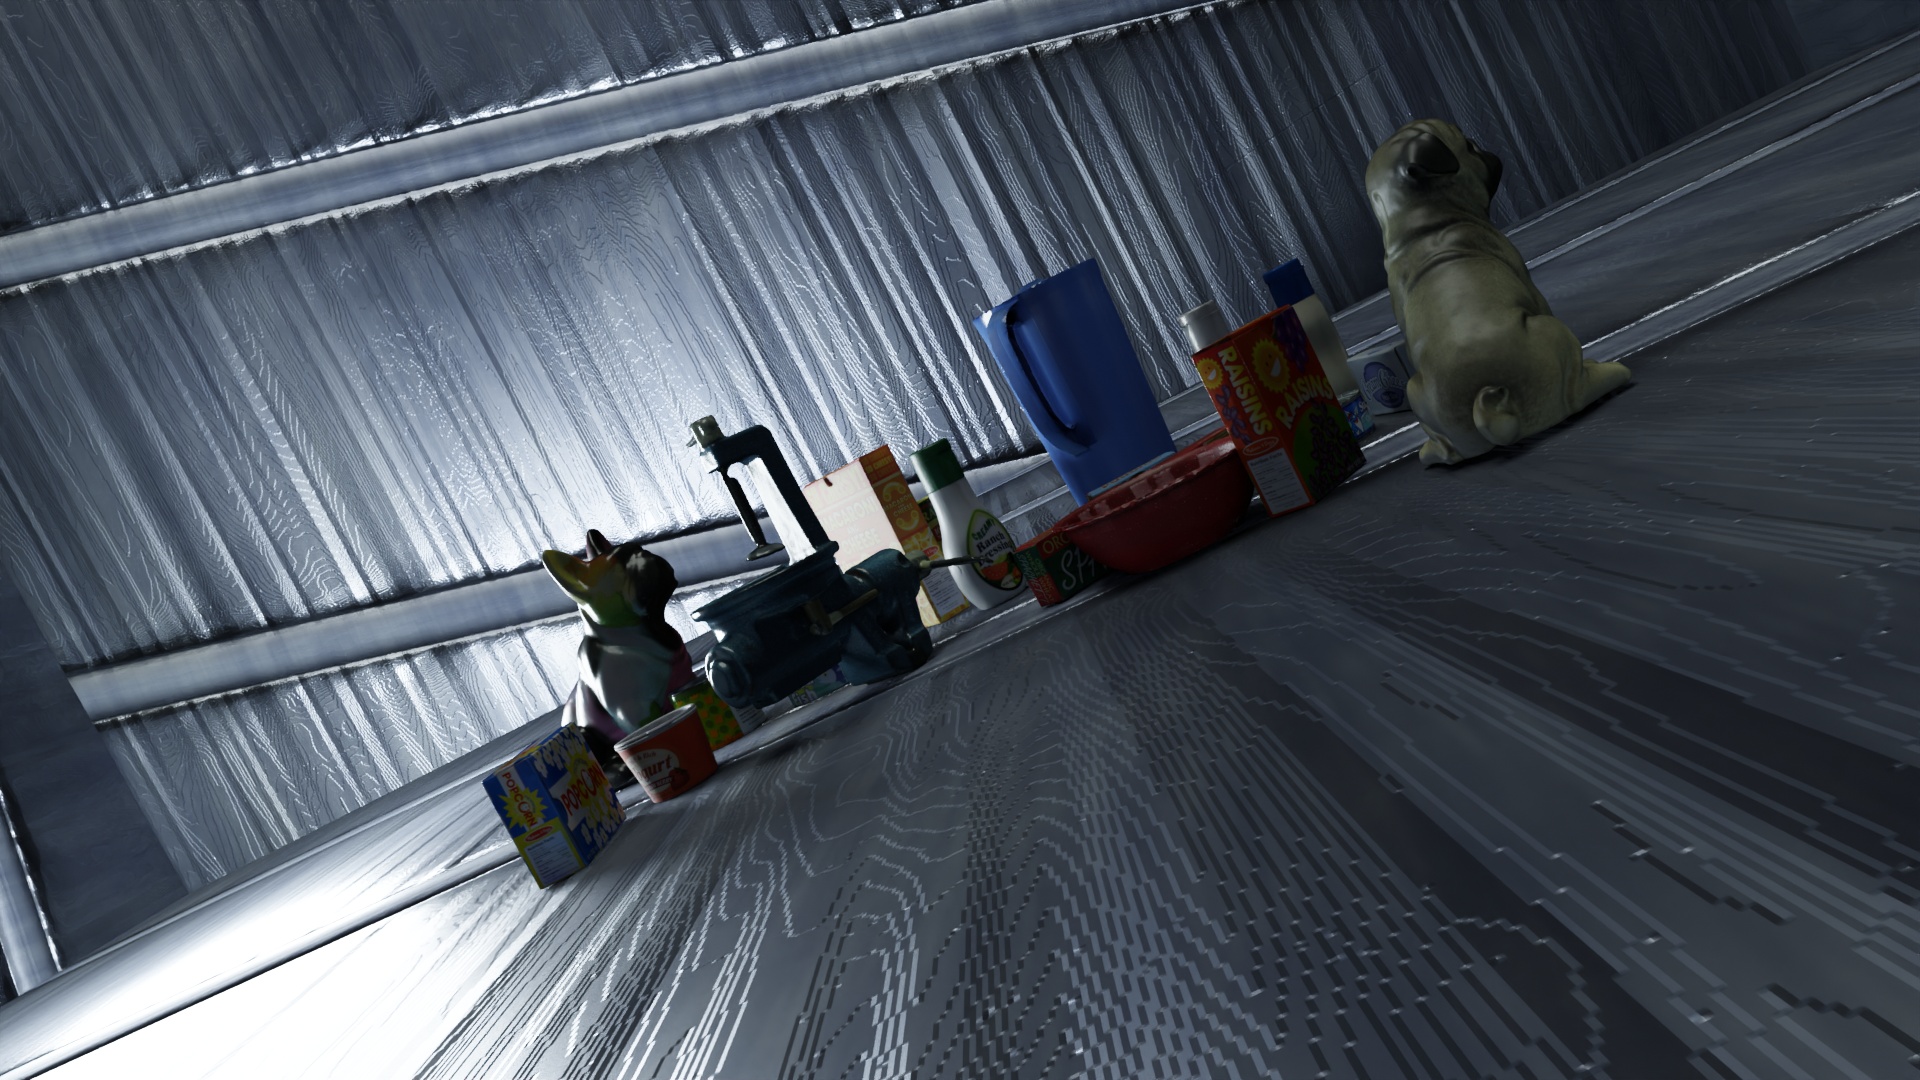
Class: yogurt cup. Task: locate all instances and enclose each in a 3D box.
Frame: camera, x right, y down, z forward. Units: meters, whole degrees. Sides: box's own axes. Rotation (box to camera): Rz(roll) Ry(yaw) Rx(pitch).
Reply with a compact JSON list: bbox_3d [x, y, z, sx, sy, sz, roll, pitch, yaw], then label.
[{"bbox_3d":[-0.220,0.163,1.055,0.072,0.054,0.072,-27,4,2],"label":"yogurt cup"}]

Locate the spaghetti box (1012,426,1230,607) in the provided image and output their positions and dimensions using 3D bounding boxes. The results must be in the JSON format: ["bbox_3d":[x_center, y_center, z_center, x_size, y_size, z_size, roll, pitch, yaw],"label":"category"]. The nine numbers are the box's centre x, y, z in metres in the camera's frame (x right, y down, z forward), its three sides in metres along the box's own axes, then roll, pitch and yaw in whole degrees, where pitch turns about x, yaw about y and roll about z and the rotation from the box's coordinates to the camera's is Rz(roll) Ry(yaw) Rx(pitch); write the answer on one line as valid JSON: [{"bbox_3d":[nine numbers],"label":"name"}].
[{"bbox_3d":[0.145,-0.024,1.094,0.251,0.050,0.028,-30,5,-34],"label":"spaghetti box"}]

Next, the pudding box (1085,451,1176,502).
[{"bbox_3d":[0.156,-0.037,1.189,0.084,0.049,0.030,-27,4,-3],"label":"pudding box"}]

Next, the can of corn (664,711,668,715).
[{"bbox_3d":[-0.318,0.183,1.388,0.071,0.058,0.071,-27,4,2],"label":"can of corn"}]

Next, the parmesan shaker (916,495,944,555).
[{"bbox_3d":[-0.026,0.010,1.374,0.071,0.103,0.071,-27,4,2],"label":"parmesan shaker"}]

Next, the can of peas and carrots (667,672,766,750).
[{"bbox_3d":[-0.211,0.144,1.194,0.071,0.058,0.071,-27,4,2],"label":"can of peas and carrots"}]

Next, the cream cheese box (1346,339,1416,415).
[{"bbox_3d":[0.348,-0.130,1.112,0.024,0.053,0.104,-27,4,-4],"label":"cream cheese box"}]

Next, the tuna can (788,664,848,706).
[{"bbox_3d":[-0.122,0.114,1.190,0.071,0.033,0.071,-27,4,2],"label":"tuna can"}]

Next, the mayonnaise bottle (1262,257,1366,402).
[{"bbox_3d":[0.330,-0.190,1.297,0.041,0.148,0.065,-27,4,6],"label":"mayonnaise bottle"}]

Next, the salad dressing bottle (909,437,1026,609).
[{"bbox_3d":[0.004,-0.015,1.188,0.064,0.147,0.044,-30,5,-38],"label":"salad dressing bottle"}]

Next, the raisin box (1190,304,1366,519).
[{"bbox_3d":[0.216,-0.088,0.936,0.086,0.123,0.040,-31,5,-43],"label":"raisin box"}]

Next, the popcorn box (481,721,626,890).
[{"bbox_3d":[-0.283,0.183,0.979,0.038,0.085,0.127,-27,4,0],"label":"popcorn box"}]

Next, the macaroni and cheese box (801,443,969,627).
[{"bbox_3d":[-0.073,0.005,1.295,0.040,0.166,0.123,-29,5,-33],"label":"macaroni and cheese box"}]

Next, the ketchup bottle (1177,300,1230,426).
[{"bbox_3d":[0.247,-0.145,1.263,0.043,0.148,0.064,-28,4,-10],"label":"ketchup bottle"}]
